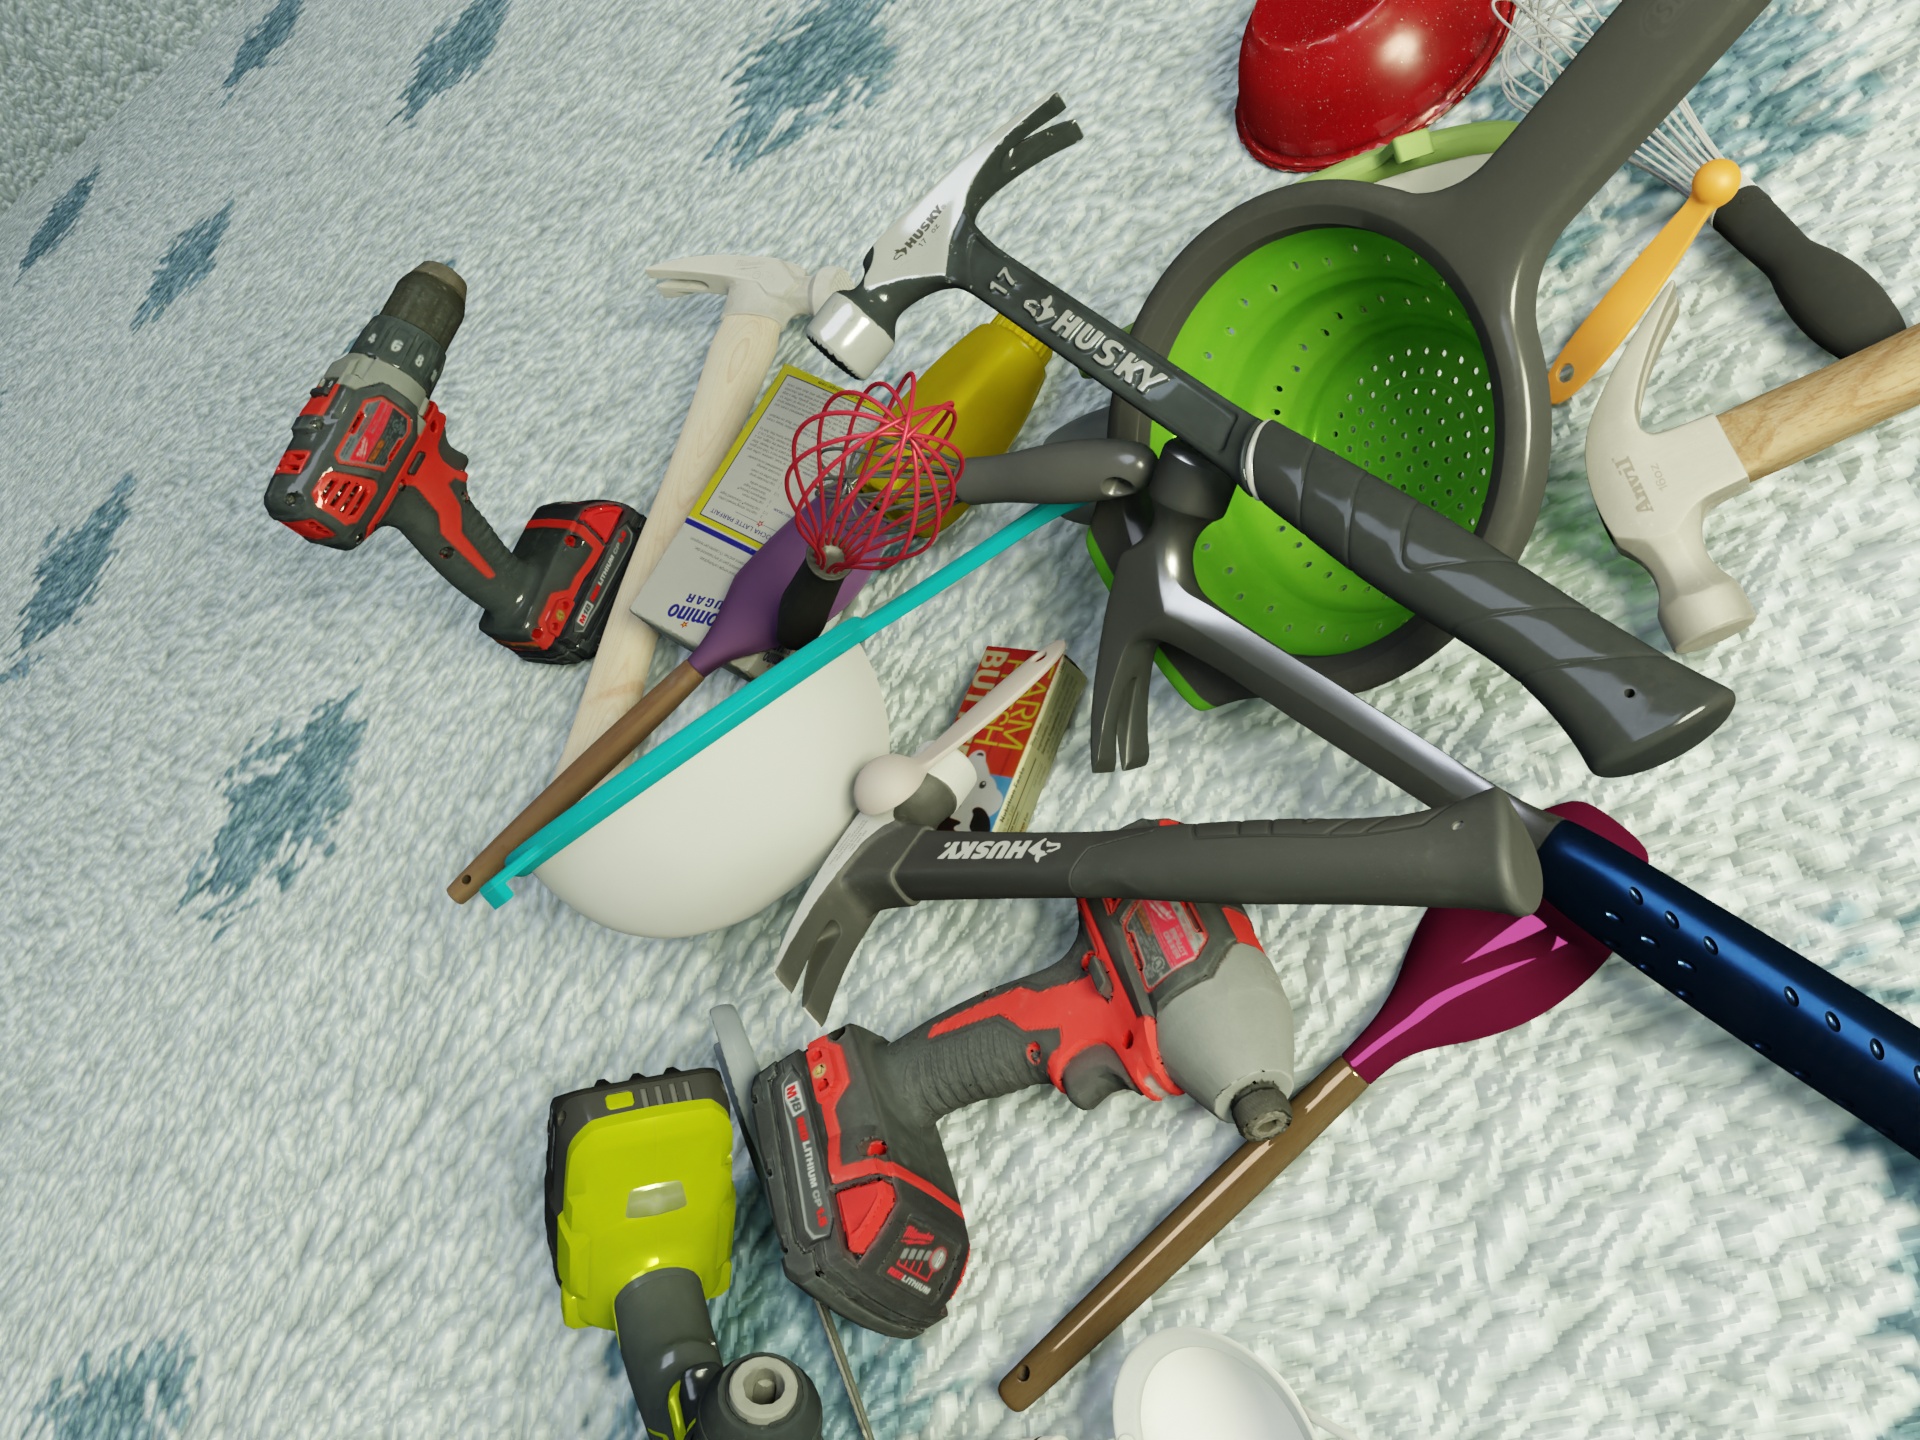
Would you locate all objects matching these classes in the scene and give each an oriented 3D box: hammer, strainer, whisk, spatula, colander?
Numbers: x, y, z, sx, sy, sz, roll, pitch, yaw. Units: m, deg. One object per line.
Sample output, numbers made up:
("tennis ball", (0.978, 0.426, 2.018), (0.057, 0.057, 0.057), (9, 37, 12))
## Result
("hammer", (0.059, 0.058, 0.601), (0.335, 0.035, 0.146), (-6, 38, 47))
("strainer", (-0.057, 0.009, 0.778), (0.340, 0.095, 0.211), (-33, 4, 5))
("whisk", (0.311, -0.243, 0.687), (0.070, 0.070, 0.285), (-34, 51, 17))
("spatula", (-0.163, -0.009, 0.877), (0.316, 0.018, 0.060), (-43, 78, -1))
("whisk", (0.005, -0.116, 0.753), (0.239, 0.055, 0.055), (6, 67, 51))
("strainer", (0.158, -0.195, 0.759), (0.256, 0.151, 0.069), (-19, 88, 45))
("whisk", (-0.057, -0.081, 0.728), (0.296, 0.073, 0.073), (138, 155, -71))
("colander", (0.205, -0.163, 0.612), (0.397, 0.094, 0.205), (-51, 59, 39))
("strainer", (0.041, 0.268, 0.579), (0.258, 0.050, 0.087), (-23, 81, 33))
("hammer", (0.194, 0.044, 0.555), (0.406, 0.035, 0.144), (39, 122, 38))
("hammer", (0.386, -0.150, 0.562), (0.331, 0.031, 0.130), (-26, 71, 18))
("hammer", (0.104, -0.111, 0.601), (0.149, 0.036, 0.409), (-50, 56, 4))
("hammer", (-0.192, -0.117, 1.003), (0.146, 0.038, 0.411), (9, 70, 20))

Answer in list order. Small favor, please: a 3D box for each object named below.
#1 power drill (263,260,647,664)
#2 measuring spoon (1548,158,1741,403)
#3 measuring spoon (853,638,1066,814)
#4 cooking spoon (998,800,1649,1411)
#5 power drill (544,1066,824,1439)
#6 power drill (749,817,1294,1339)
("power drill", (-0.304, -0.156, 1.005), (0.080, 0.226, 0.188), (5, 66, 41))
("measuring spoon", (0.282, -0.183, 0.668), (0.117, 0.011, 0.021), (-58, 45, 30))
("measuring spoon", (-0.001, -0.002, 0.722), (0.124, 0.018, 0.034), (-40, 24, -13))
("cooking spoon", (0.130, 0.149, 0.599), (0.319, 0.017, 0.069), (-45, 44, 5))
("power drill", (-0.106, 0.249, 0.627), (0.229, 0.080, 0.190), (-123, 35, -49))
("power drill", (0.029, 0.148, 0.641), (0.219, 0.078, 0.143), (-35, 41, 11))
